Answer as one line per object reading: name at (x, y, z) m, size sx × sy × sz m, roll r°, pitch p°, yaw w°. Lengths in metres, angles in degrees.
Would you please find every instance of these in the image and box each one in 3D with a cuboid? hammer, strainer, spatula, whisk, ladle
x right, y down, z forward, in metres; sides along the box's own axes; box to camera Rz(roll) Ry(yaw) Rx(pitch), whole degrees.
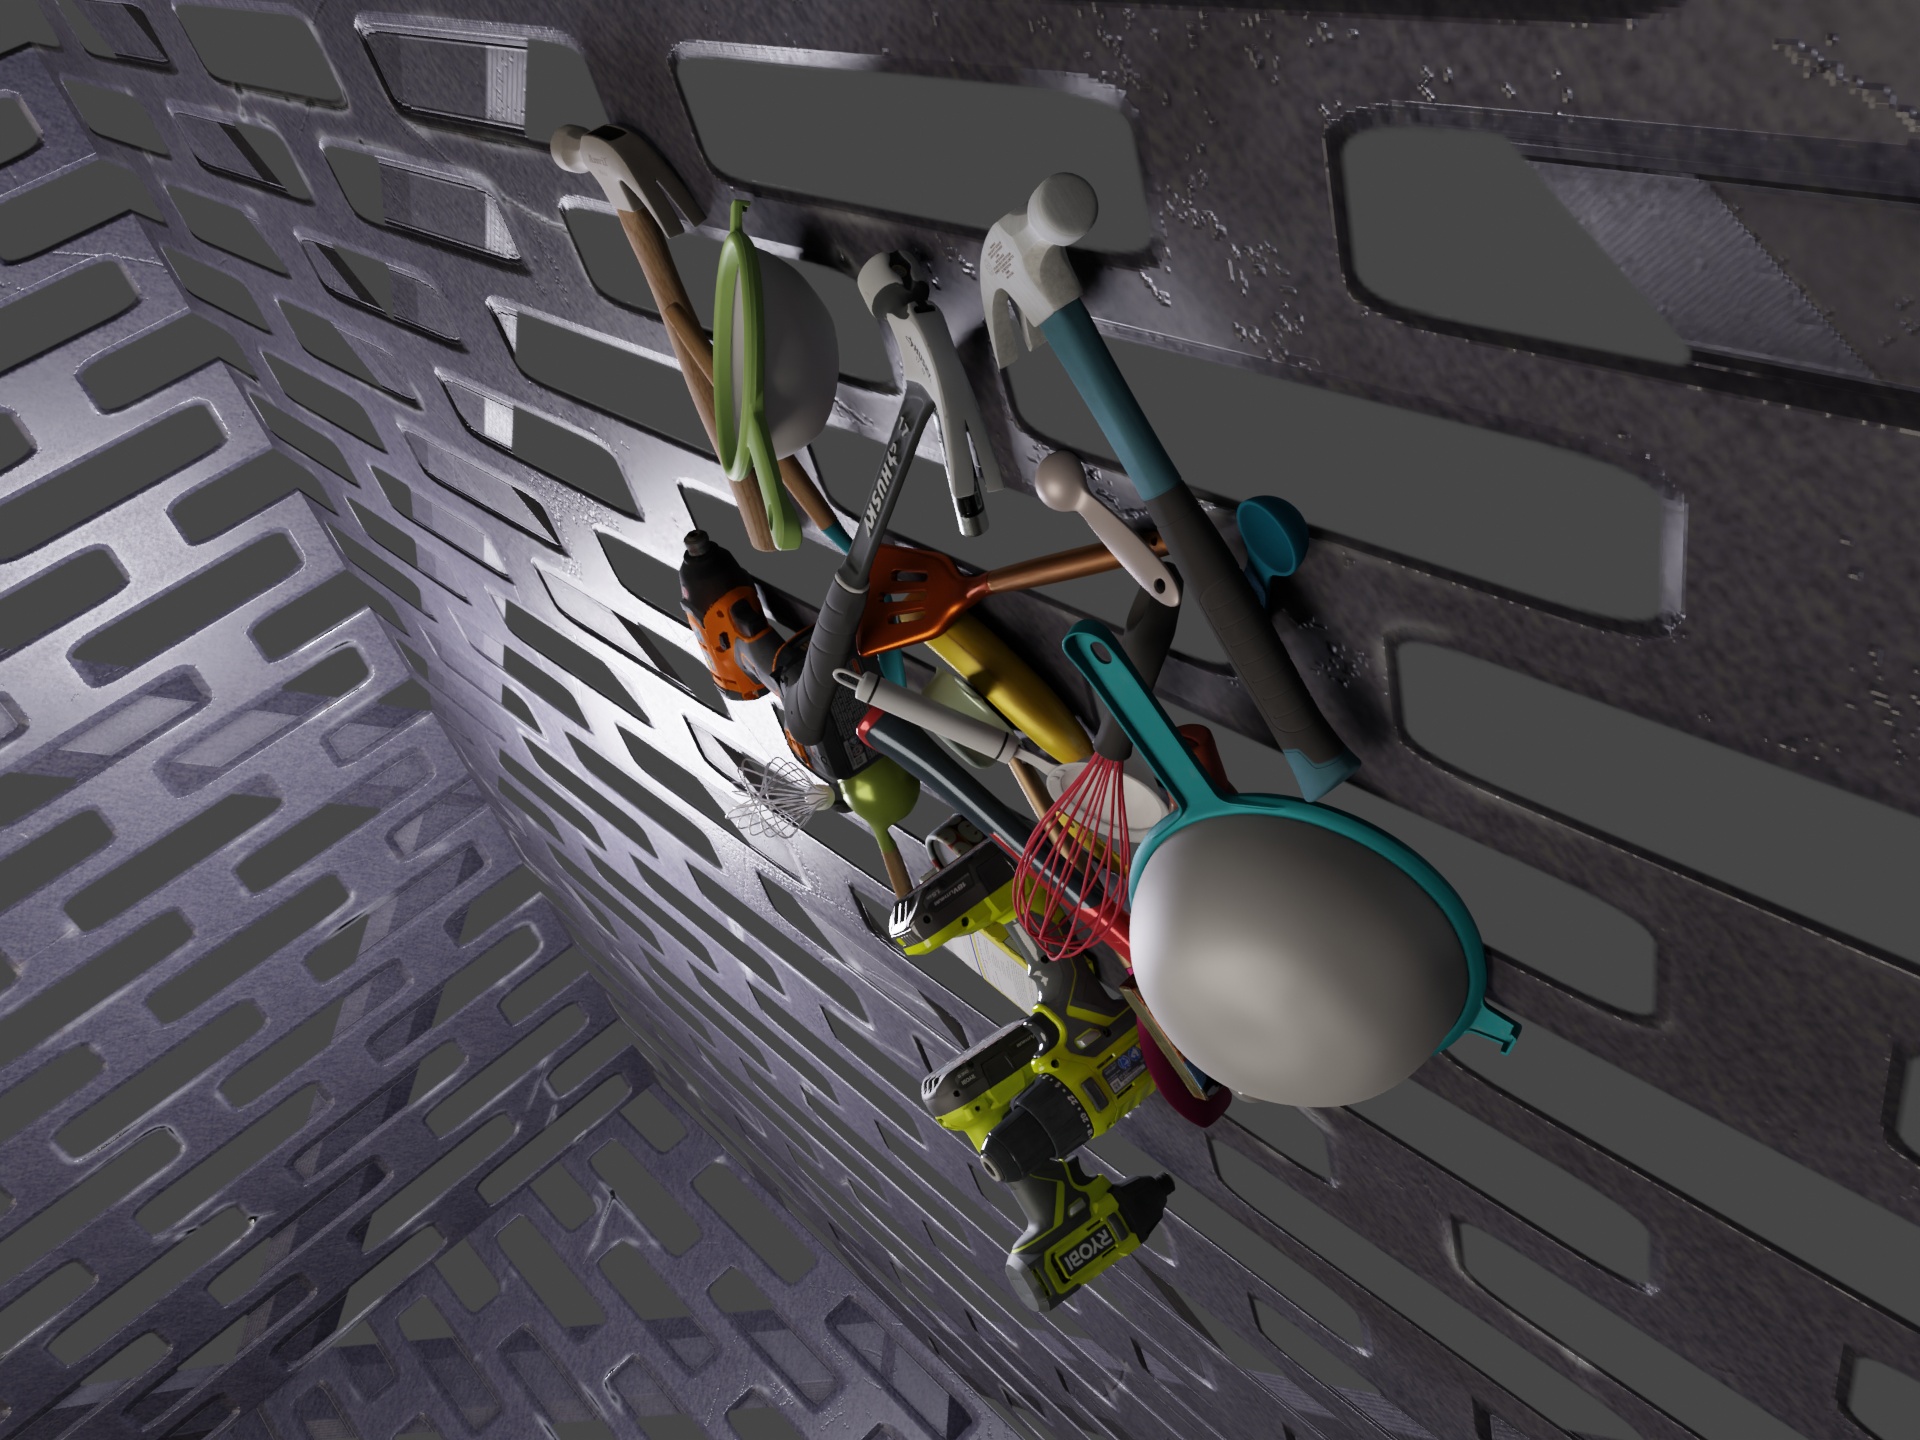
hammer at (-0.189, -0.262, 1.143) m, size 0.130 × 0.031 × 0.331 m, roll 28°, pitch 147°, yaw 45°
strainer at (0.142, 0.100, 0.871) m, size 0.211 × 0.095 × 0.340 m, roll -18°, pitch 117°, yaw 43°
strainer at (-0.100, -0.188, 0.952) m, size 0.151 × 0.069 × 0.257 m, roll 104°, pitch 157°, yaw -43°
hammer at (0.086, 0.116, 1.072) m, size 0.386 × 0.038 × 0.143 m, roll 41°, pitch 160°, yaw 4°
spatula at (0.027, -0.089, 0.976) m, size 0.323 × 0.041 × 0.081 m, roll -5°, pitch 78°, yaw 59°
whisk at (0.086, 0.032, 0.948) m, size 0.073 × 0.073 × 0.295 m, roll 38°, pitch 132°, yaw 30°
hammer at (0.108, -0.102, 0.788) m, size 0.331 × 0.033 × 0.128 m, roll 58°, pitch 165°, yaw -9°
strainer at (0.038, 0.019, 1.020) m, size 0.258 × 0.050 × 0.087 m, roll 24°, pitch 151°, yaw -8°
ladle at (-0.053, 0.117, 1.435) m, size 0.078 × 0.062 × 0.319 m, roll 29°, pitch 156°, yaw 25°
whisk at (-0.128, 0.063, 1.334) m, size 0.070 × 0.070 × 0.284 m, roll 48°, pitch -173°, yaw 10°
hammer at (-0.062, -0.096, 1.011) m, size 0.149 × 0.036 × 0.408 m, roll 65°, pitch 154°, yaw 23°
spatula at (-0.116, -0.152, 1.122) m, size 0.317 × 0.044 × 0.082 m, roll 54°, pitch 178°, yaw -22°

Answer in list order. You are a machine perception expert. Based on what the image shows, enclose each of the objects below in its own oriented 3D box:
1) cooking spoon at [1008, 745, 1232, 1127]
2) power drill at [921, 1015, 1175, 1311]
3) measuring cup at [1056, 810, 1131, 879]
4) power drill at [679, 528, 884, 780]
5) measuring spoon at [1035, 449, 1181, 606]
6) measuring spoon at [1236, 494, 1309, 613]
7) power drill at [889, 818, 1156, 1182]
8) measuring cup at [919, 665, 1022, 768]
cooking spoon at (0.114, 0.156, 1.164) m, size 0.017 × 0.069 × 0.319 m, roll -24°, pitch 98°, yaw 53°
power drill at (0.080, 0.385, 1.423) m, size 0.223 × 0.171 × 0.080 m, roll 60°, pitch 157°, yaw 4°
measuring cup at (0.127, 0.099, 1.087) m, size 0.157 × 0.029 × 0.062 m, roll 38°, pitch 153°, yaw 36°
power drill at (-0.154, -0.061, 1.306) m, size 0.227 × 0.084 × 0.164 m, roll 33°, pitch 150°, yaw 44°
measuring spoon at (0.077, -0.103, 0.864) m, size 0.124 × 0.018 × 0.034 m, roll 51°, pitch 136°, yaw 30°
measuring spoon at (0.157, -0.074, 0.806) m, size 0.042 × 0.021 × 0.128 m, roll 51°, pitch 167°, yaw 22°
power drill at (0.049, 0.209, 1.186) m, size 0.228 × 0.190 × 0.080 m, roll 56°, pitch 157°, yaw 1°
measuring cup at (-0.002, -0.003, 1.085) m, size 0.083 × 0.038 × 0.167 m, roll 42°, pitch 178°, yaw 8°
